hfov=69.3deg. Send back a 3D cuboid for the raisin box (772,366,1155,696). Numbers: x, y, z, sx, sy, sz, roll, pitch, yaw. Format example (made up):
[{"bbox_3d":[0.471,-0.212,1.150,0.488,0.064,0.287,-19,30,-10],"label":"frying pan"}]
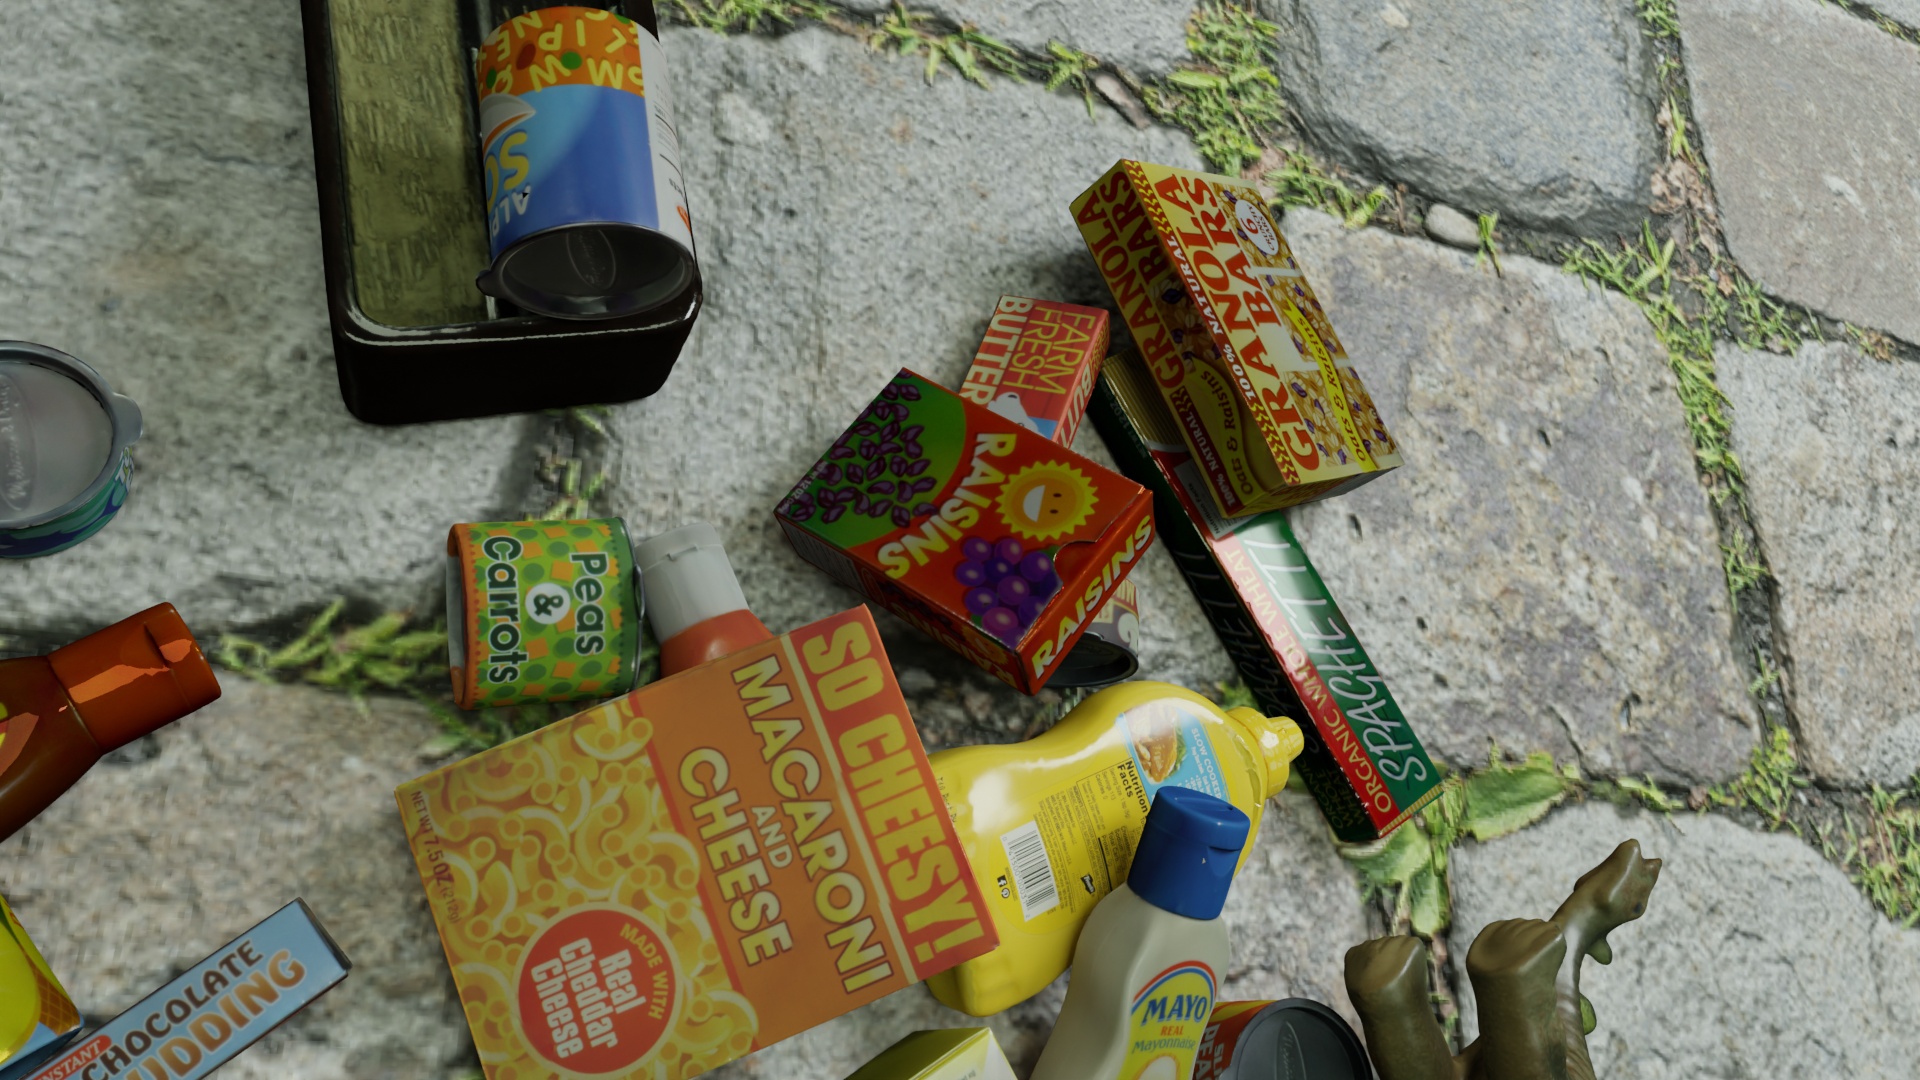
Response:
[{"bbox_3d":[0.002,-0.007,0.545,0.123,0.040,0.086,29,67,27],"label":"raisin box"}]

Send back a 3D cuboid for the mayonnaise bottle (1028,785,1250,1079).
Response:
[{"bbox_3d":[0.068,0.166,0.513,0.065,0.041,0.148,13,97,-34],"label":"mayonnaise bottle"}]

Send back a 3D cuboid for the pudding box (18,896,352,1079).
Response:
[{"bbox_3d":[-0.230,0.145,0.418,0.084,0.049,0.030,-34,90,-30],"label":"pudding box"}]

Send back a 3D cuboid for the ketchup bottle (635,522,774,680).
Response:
[{"bbox_3d":[-0.081,0.067,0.520,0.065,0.043,0.149,-20,80,-22],"label":"ketchup bottle"}]

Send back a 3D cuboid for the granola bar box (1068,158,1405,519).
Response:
[{"bbox_3d":[0.131,-0.095,0.655,0.124,0.039,0.166,-10,71,-49],"label":"granola bar box"}]

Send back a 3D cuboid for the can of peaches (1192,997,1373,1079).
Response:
[{"bbox_3d":[0.116,0.215,0.547,0.071,0.058,0.071,8,69,-22],"label":"can of peaches"}]

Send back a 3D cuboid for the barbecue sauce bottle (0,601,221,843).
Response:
[{"bbox_3d":[-0.305,0.068,0.416,0.149,0.043,0.065,-30,79,-31],"label":"barbecue sauce bottle"}]

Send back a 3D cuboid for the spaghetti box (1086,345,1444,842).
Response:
[{"bbox_3d":[0.138,0.020,0.647,0.050,0.028,0.250,-26,83,-30],"label":"spaghetti box"}]

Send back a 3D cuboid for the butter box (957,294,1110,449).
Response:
[{"bbox_3d":[0.028,-0.062,0.616,0.053,0.024,0.104,12,60,20],"label":"butter box"}]

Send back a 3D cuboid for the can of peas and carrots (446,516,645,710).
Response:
[{"bbox_3d":[-0.147,0.025,0.489,0.059,0.070,0.071,-2,72,-25],"label":"can of peas and carrots"}]

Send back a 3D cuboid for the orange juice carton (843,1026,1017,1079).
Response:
[{"bbox_3d":[0.015,0.271,0.471,0.073,0.071,0.193,-26,83,-30],"label":"orange juice carton"}]

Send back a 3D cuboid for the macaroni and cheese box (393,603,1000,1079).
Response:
[{"bbox_3d":[-0.086,0.109,0.467,0.166,0.040,0.124,-22,80,-4],"label":"macaroni and cheese box"}]

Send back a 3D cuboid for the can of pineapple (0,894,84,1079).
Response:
[{"bbox_3d":[-0.291,0.132,0.387,0.071,0.070,0.058,-34,88,-31],"label":"can of pineapple"}]

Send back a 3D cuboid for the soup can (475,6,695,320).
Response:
[{"bbox_3d":[-0.131,-0.127,0.474,0.071,0.071,0.084,-3,72,-26],"label":"soup can"}]

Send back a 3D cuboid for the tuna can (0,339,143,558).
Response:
[{"bbox_3d":[-0.309,-0.030,0.458,0.071,0.032,0.071,9,68,-22],"label":"tuna can"}]

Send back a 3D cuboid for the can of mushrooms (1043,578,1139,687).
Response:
[{"bbox_3d":[0.042,0.035,0.573,0.071,0.070,0.033,14,64,-20],"label":"can of mushrooms"}]
